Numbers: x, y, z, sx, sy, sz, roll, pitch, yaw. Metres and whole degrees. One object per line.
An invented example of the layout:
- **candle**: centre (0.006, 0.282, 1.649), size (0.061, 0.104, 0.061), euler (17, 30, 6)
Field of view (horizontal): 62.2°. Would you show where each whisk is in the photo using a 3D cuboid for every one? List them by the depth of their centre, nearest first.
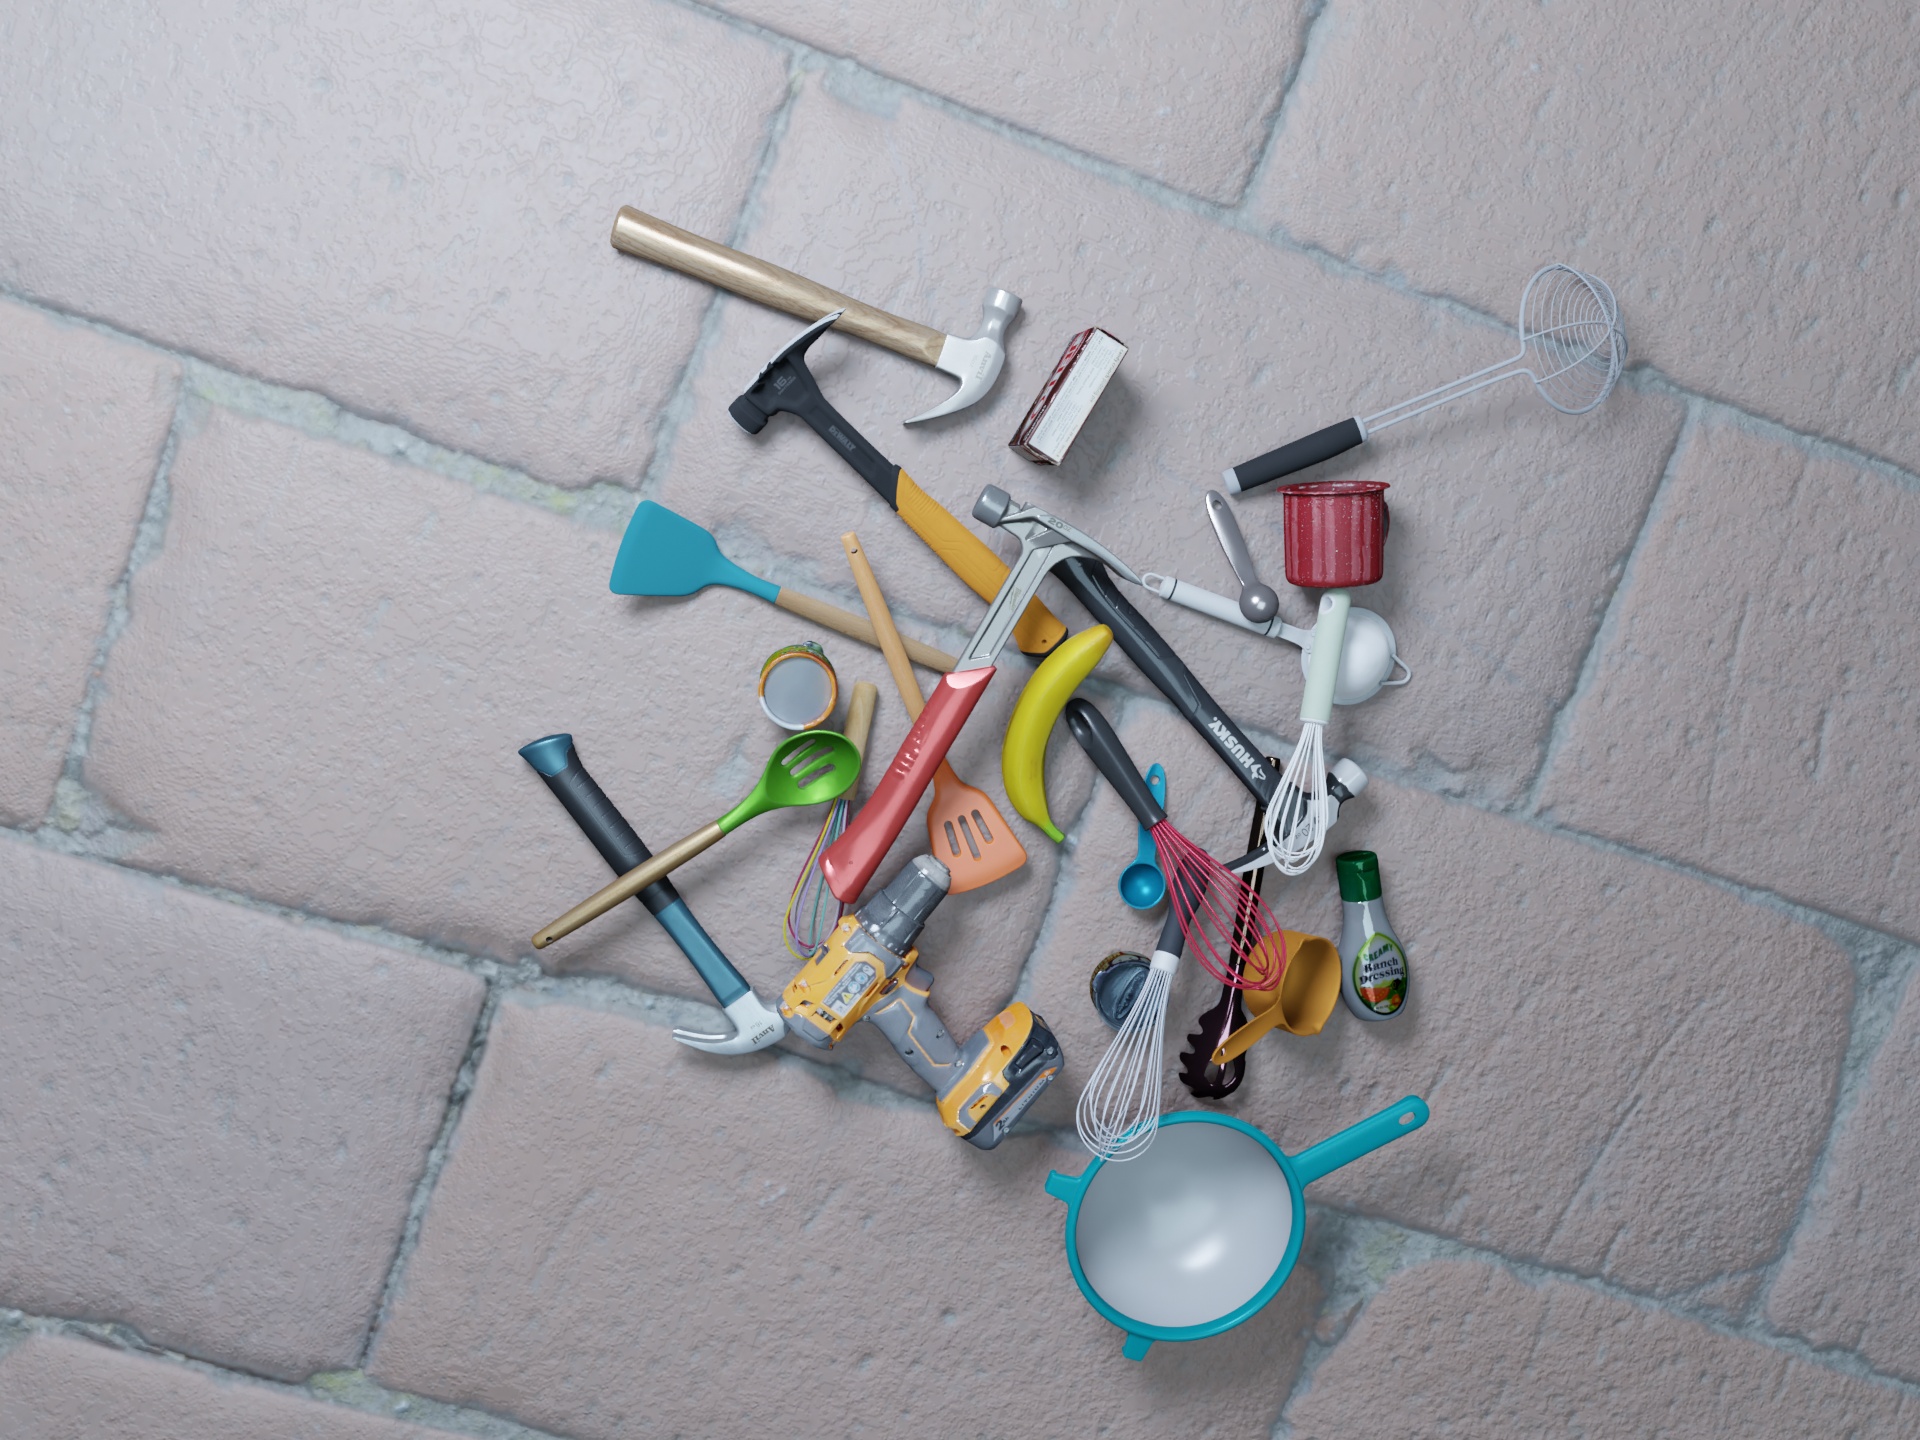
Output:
- **whisk**: centre (0.297, 0.008, 1.335), size (0.059, 0.058, 0.246), euler (12, 88, -33)
- **whisk**: centre (0.176, 0.104, 1.346), size (0.073, 0.073, 0.296), euler (-34, 80, 0)
- **whisk**: centre (0.164, 0.238, 1.354), size (0.070, 0.070, 0.285), euler (25, 68, -8)
- **whisk**: centre (-0.108, 0.087, 1.355), size (0.047, 0.051, 0.245), euler (12, 93, -1)

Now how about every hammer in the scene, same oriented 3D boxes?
- **hammer**: centre (-0.124, -0.341, 1.300), size (0.331, 0.031, 0.130), euler (19, 95, -7)
- **hammer**: centre (-0.002, -0.004, 1.302), size (0.149, 0.037, 0.359), euler (30, 96, -5)
- **hammer**: centre (-0.030, -0.180, 1.313), size (0.336, 0.034, 0.127), euler (44, 115, -13)
- **hammer**: centre (-0.257, 0.146, 1.353), size (0.128, 0.033, 0.331), euler (-36, 99, -1)
- **hammer**: centre (0.190, -0.018, 1.362), size (0.146, 0.035, 0.334), euler (-43, 96, -4)

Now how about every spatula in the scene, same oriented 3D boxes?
- **spatula**: centre (-0.129, -0.091, 1.327), size (0.317, 0.044, 0.082), euler (21, 102, -9)
- **spatula**: centre (-0.035, -0.007, 1.336), size (0.081, 0.041, 0.322), euler (-22, 109, -2)

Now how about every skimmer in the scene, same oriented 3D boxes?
- **skimmer**: centre (0.395, -0.274, 1.362), size (0.363, 0.090, 0.127), euler (-22, 102, 8)

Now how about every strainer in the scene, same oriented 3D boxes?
- **strainer**: centre (0.277, -0.077, 1.372), size (0.258, 0.050, 0.087), euler (20, 99, -5)
- **strainer**: centre (0.246, 0.401, 1.407), size (0.340, 0.095, 0.211), euler (-25, 102, -4)

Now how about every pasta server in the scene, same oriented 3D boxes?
- **pasta server**: centre (0.248, 0.187, 1.413), size (0.060, 0.040, 0.316), euler (9, 93, -7)

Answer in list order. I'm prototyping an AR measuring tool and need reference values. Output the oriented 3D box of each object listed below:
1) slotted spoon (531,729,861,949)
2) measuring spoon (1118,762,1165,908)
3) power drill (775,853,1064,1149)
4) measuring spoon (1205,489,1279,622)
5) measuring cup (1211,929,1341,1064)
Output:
- **slotted spoon**: centre (-0.222, 0.101, 1.321), size (0.314, 0.031, 0.070), euler (-32, 119, -1)
- **measuring spoon**: centre (0.163, 0.101, 1.399), size (0.042, 0.021, 0.128), euler (8, 88, -7)
- **power drill**: centre (-0.016, 0.237, 1.352), size (0.226, 0.084, 0.185), euler (39, 92, -17)
- **measuring spoon**: centre (0.238, -0.142, 1.353), size (0.034, 0.018, 0.124), euler (-21, 82, -7)
- **measuring cup**: centre (0.256, 0.243, 1.369), size (0.173, 0.052, 0.095), euler (-27, 114, -34)
